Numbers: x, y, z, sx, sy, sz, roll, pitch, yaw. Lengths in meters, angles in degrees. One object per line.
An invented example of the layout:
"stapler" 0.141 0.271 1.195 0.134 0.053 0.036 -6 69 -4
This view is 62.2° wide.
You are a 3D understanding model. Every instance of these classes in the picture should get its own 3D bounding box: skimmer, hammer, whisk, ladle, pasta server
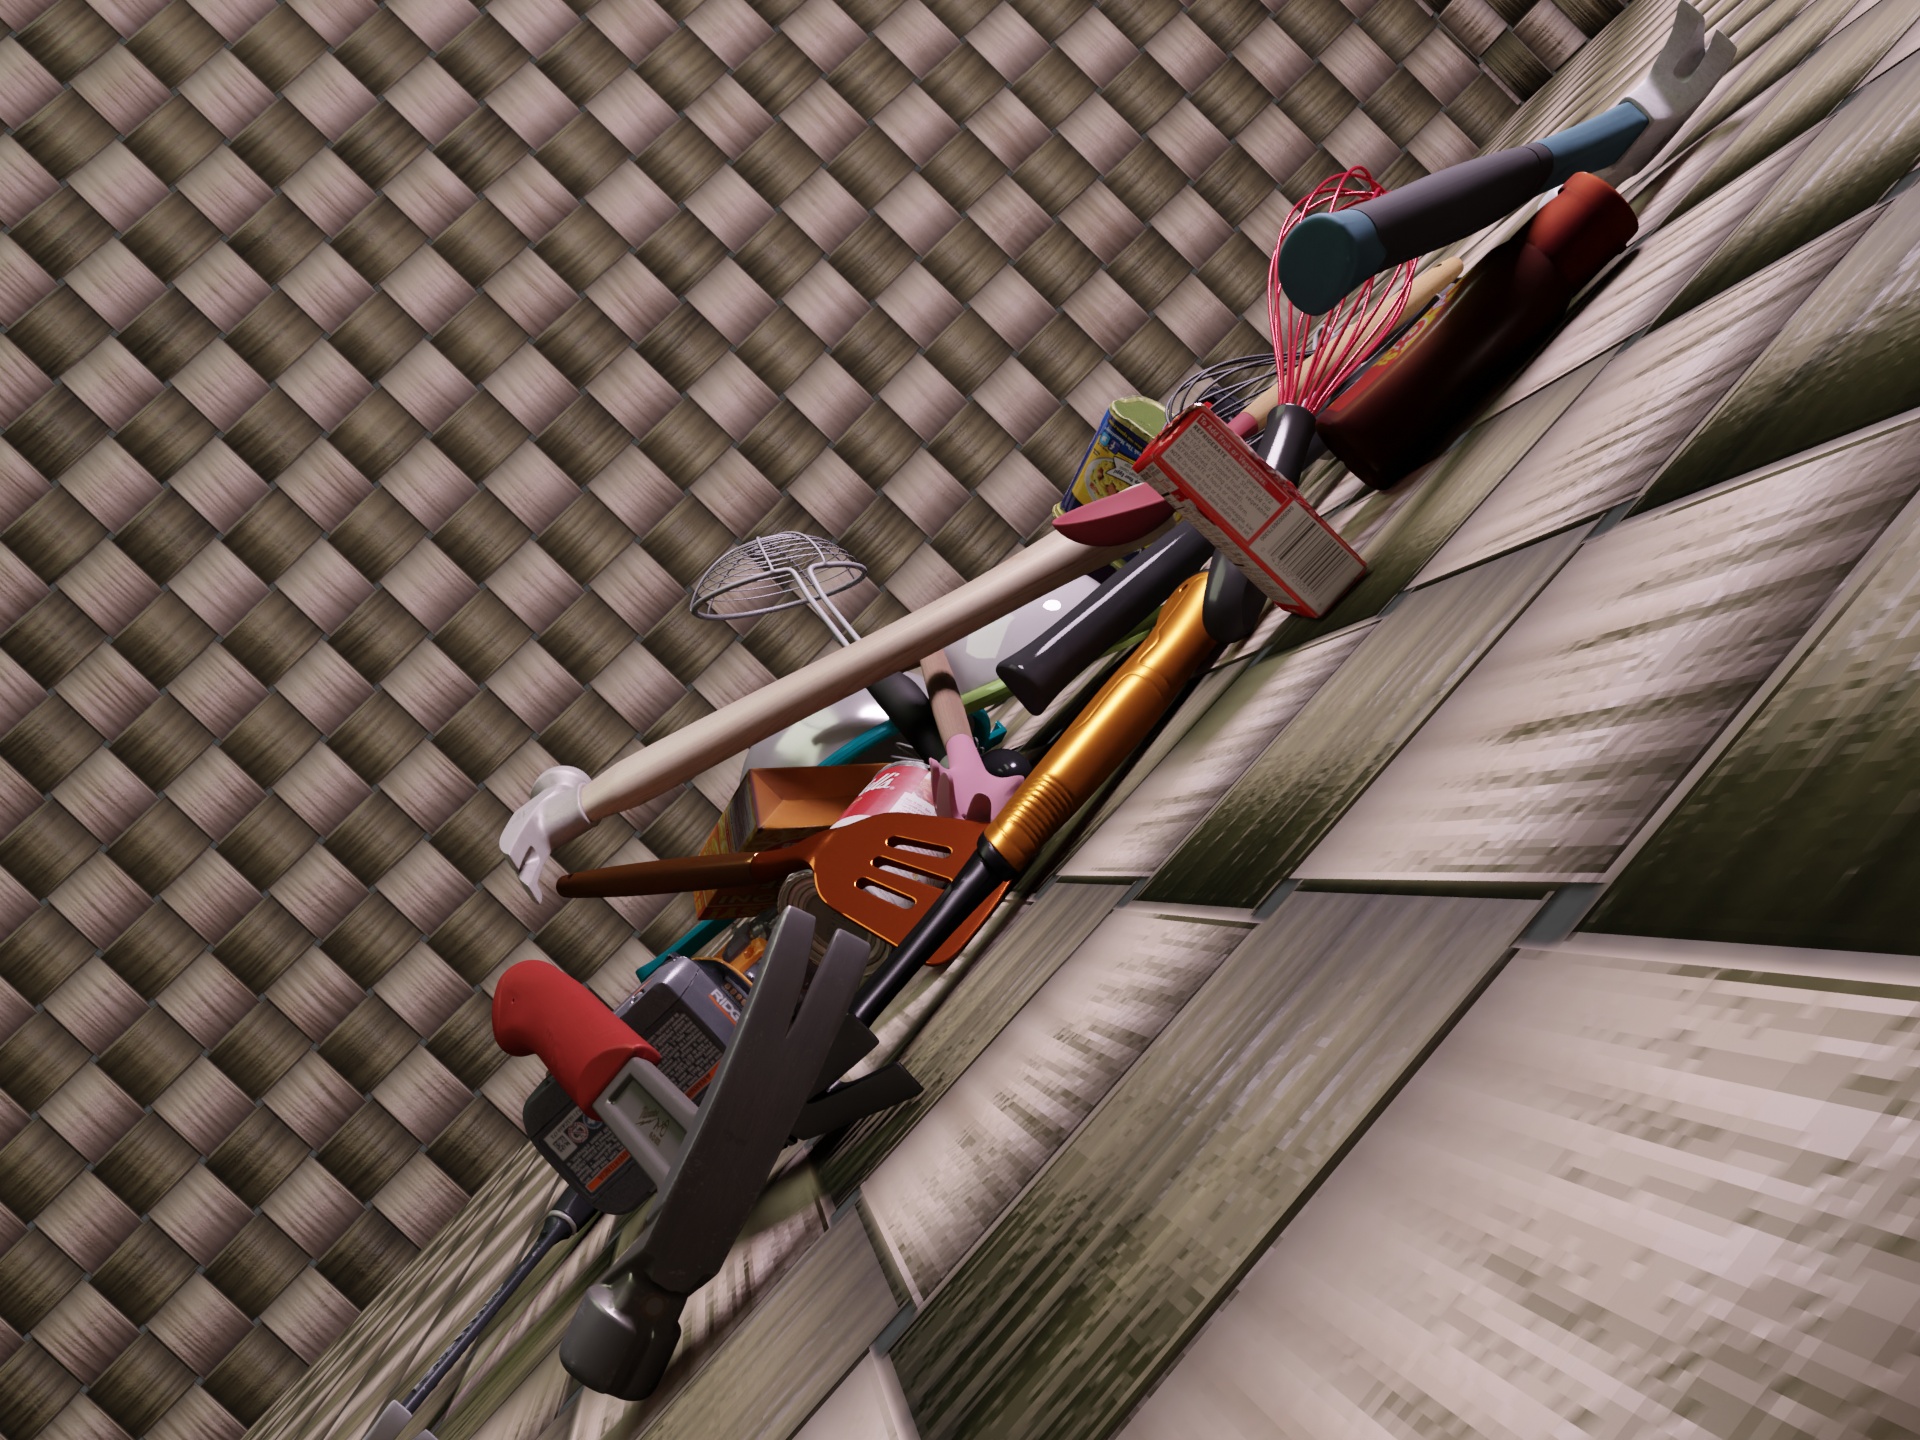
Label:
"skimmer" -0.074 -0.031 1.026 0.127 0.364 0.090 -12 -56 -22
"hammer" 0.138 -0.107 0.813 0.335 0.035 0.146 -40 0 -29
"whisk" 0.222 -0.219 0.966 0.239 0.055 0.055 -28 -3 -17
"hammer" 0.234 -0.229 0.678 0.331 0.033 0.128 -32 -15 -39
"whisk" 0.161 -0.155 0.749 0.073 0.073 0.296 -42 22 59
"ladle" 0.176 -0.179 0.882 0.315 0.031 0.069 -38 22 -21
"pasta server" -0.001 -0.003 0.848 0.316 0.060 0.040 -108 30 -69
"whisk" 0.004 0.030 0.994 0.070 0.070 0.284 -46 7 -8
"hammer" -0.234 0.293 0.901 0.149 0.036 0.409 -43 4 31
"hammer" -0.138 0.127 0.628 0.149 0.036 0.359 -64 21 -10
"hammer" 0.031 0.035 0.634 0.337 0.034 0.127 -47 6 -37
"hammer" -0.066 -0.023 0.886 0.410 0.038 0.146 -28 16 2

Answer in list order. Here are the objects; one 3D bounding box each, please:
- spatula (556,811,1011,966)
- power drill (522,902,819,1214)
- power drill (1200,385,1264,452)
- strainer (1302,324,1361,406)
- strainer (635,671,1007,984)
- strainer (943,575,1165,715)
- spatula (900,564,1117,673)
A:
"spatula" -0.105 0.079 0.769 0.323 0.041 0.081 -10 34 46
"power drill" -0.120 0.152 0.850 0.185 0.084 0.226 -44 -1 8
"power drill" 0.163 -0.162 1.206 0.143 0.078 0.220 -44 6 41
"strainer" 0.218 -0.181 1.019 0.086 0.050 0.258 -52 3 46
"strainer" -0.136 0.067 1.203 0.340 0.095 0.211 -40 -20 11
"strainer" 0.066 -0.067 0.960 0.151 0.069 0.256 -24 -1 -33
"spatula" 0.017 -0.061 1.078 0.316 0.018 0.059 -20 -38 4
